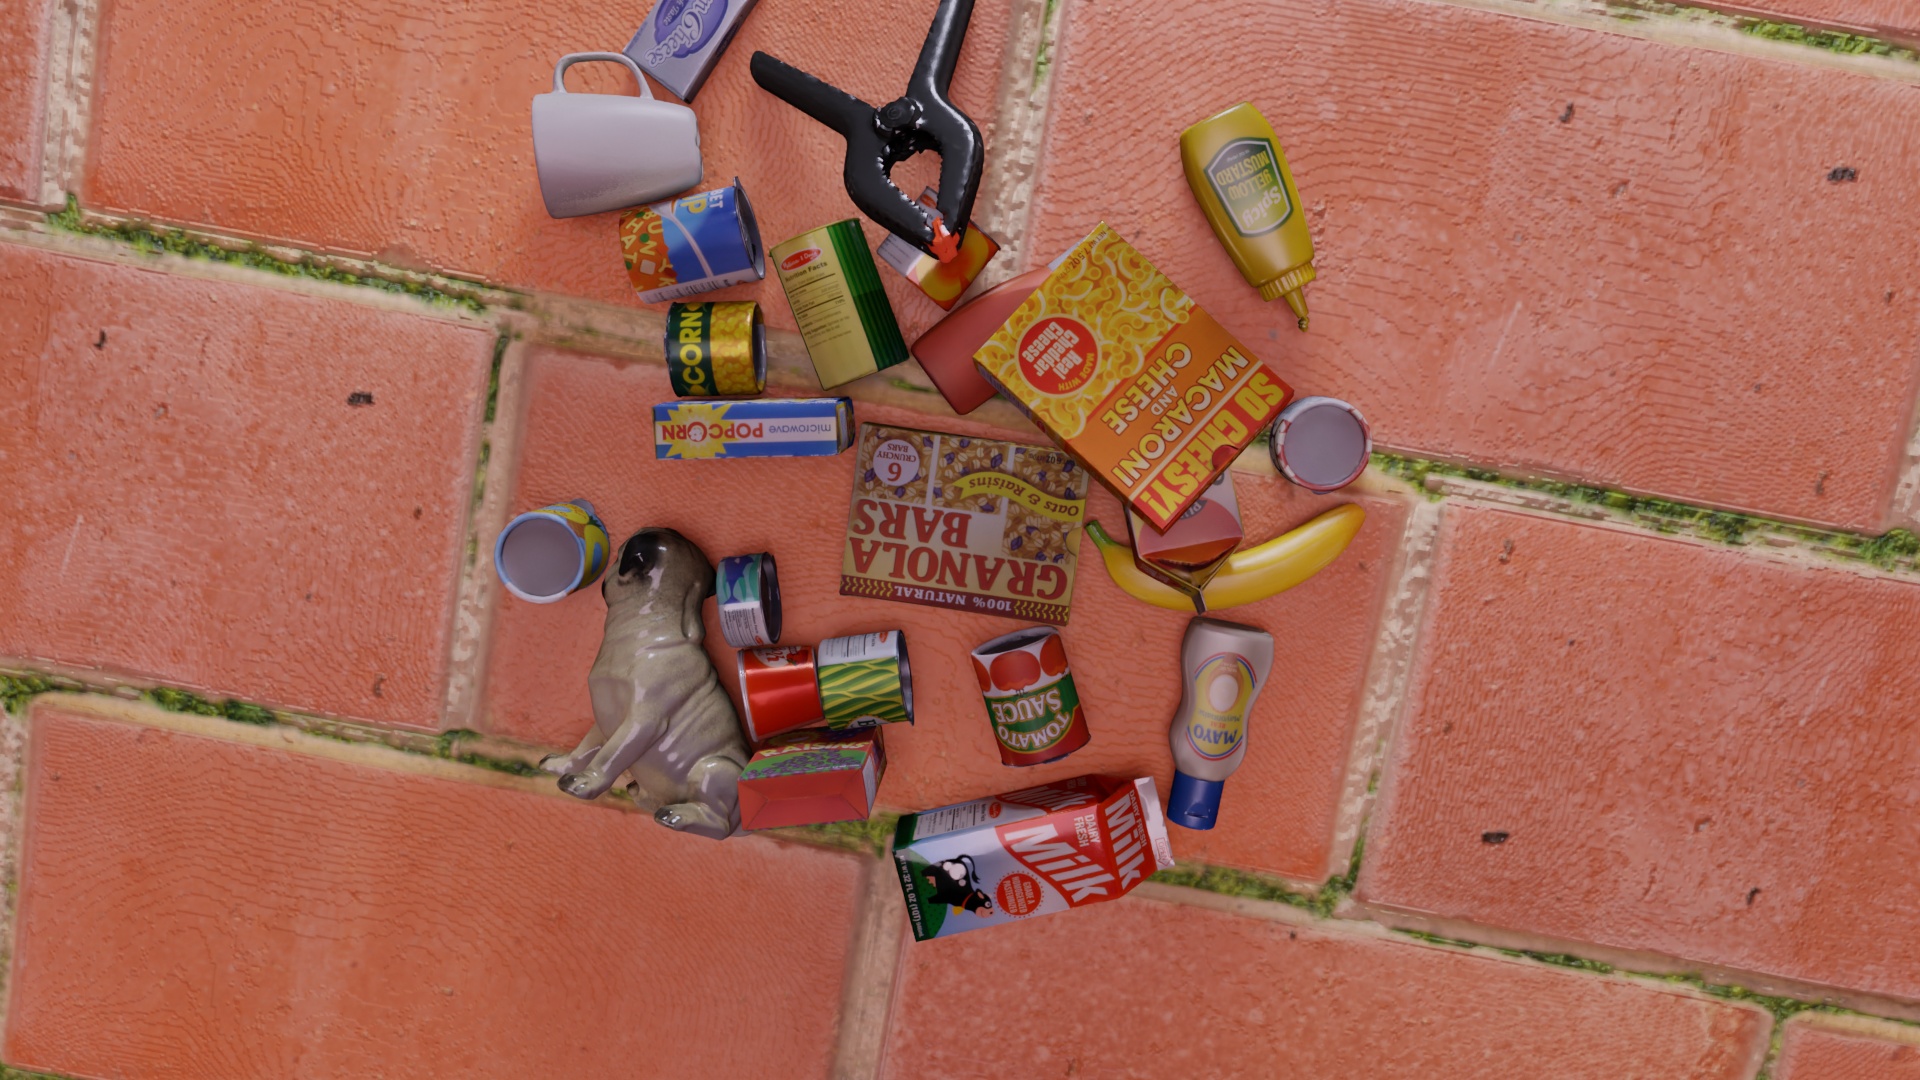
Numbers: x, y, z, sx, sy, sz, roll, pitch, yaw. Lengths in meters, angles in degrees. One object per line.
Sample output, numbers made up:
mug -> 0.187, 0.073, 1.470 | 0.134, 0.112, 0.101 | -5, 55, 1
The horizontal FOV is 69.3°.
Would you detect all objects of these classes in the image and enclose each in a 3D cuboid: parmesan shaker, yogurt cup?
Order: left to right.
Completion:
yogurt cup -> -0.127, 0.106, 0.994 | 0.054, 0.072, 0.072 | -10, 97, -5
parmesan shaker -> -0.085, -0.161, 0.958 | 0.071, 0.071, 0.103 | -20, 97, 4

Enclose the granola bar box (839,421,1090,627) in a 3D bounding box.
granola bar box -> 0.004, -0.012, 0.986 | 0.166, 0.039, 0.124 | 8, 98, 1

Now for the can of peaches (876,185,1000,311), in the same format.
can of peaches -> -0.014, -0.198, 0.951 | 0.071, 0.071, 0.058 | 40, 97, -3

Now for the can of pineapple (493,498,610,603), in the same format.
can of pineapple -> -0.290, 0.007, 0.989 | 0.071, 0.058, 0.071 | 0, 97, 2

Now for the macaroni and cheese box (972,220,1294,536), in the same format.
macaroni and cheese box -> 0.110, -0.103, 0.892 | 0.166, 0.040, 0.124 | 43, 89, 8

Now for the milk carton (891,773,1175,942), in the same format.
milk carton -> 0.053, 0.222, 0.997 | 0.191, 0.073, 0.072 | -14, 97, 3

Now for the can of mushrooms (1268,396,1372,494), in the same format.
can of mushrooms -> 0.253, -0.066, 0.974 | 0.071, 0.033, 0.071 | 0, 97, 1

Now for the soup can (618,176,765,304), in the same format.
soup can -> -0.184, -0.206, 0.954 | 0.084, 0.071, 0.071 | -12, 97, 4

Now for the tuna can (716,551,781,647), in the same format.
tuna can -> -0.150, 0.040, 0.986 | 0.033, 0.071, 0.071 | -6, 97, 4

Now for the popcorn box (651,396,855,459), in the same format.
popcorn box -> -0.140, -0.079, 0.959 | 0.127, 0.085, 0.038 | -1, 99, 2

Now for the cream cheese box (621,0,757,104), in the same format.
cream cheese box -> -0.182, -0.360, 0.956 | 0.053, 0.024, 0.103 | 35, 97, -3

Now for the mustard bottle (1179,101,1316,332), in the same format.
mustard bottle -> 0.206, -0.216, 0.949 | 0.065, 0.049, 0.160 | -27, 95, 7

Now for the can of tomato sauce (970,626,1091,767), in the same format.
can of tomato sauce -> 0.049, 0.110, 0.984 | 0.071, 0.071, 0.083 | -16, 96, 4

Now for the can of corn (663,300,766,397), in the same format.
can of corn -> -0.168, -0.133, 0.961 | 0.058, 0.071, 0.071 | -1, 97, 1

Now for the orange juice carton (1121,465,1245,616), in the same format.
orange juice carton -> 0.144, -0.044, 0.940 | 0.073, 0.072, 0.193 | -11, 83, 3

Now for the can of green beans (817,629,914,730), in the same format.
can of green beans -> -0.067, 0.100, 0.989 | 0.058, 0.071, 0.071 | -8, 97, 4

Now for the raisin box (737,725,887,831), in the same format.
raisin box -> -0.100, 0.163, 0.969 | 0.086, 0.123, 0.040 | -7, 97, 3

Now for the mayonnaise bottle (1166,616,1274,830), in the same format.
mayonnaise bottle -> 0.180, 0.132, 0.997 | 0.065, 0.041, 0.148 | 11, 97, -1

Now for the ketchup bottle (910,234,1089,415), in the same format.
ketchup bottle -> 0.041, -0.153, 0.965 | 0.149, 0.043, 0.064 | -36, 101, 6
